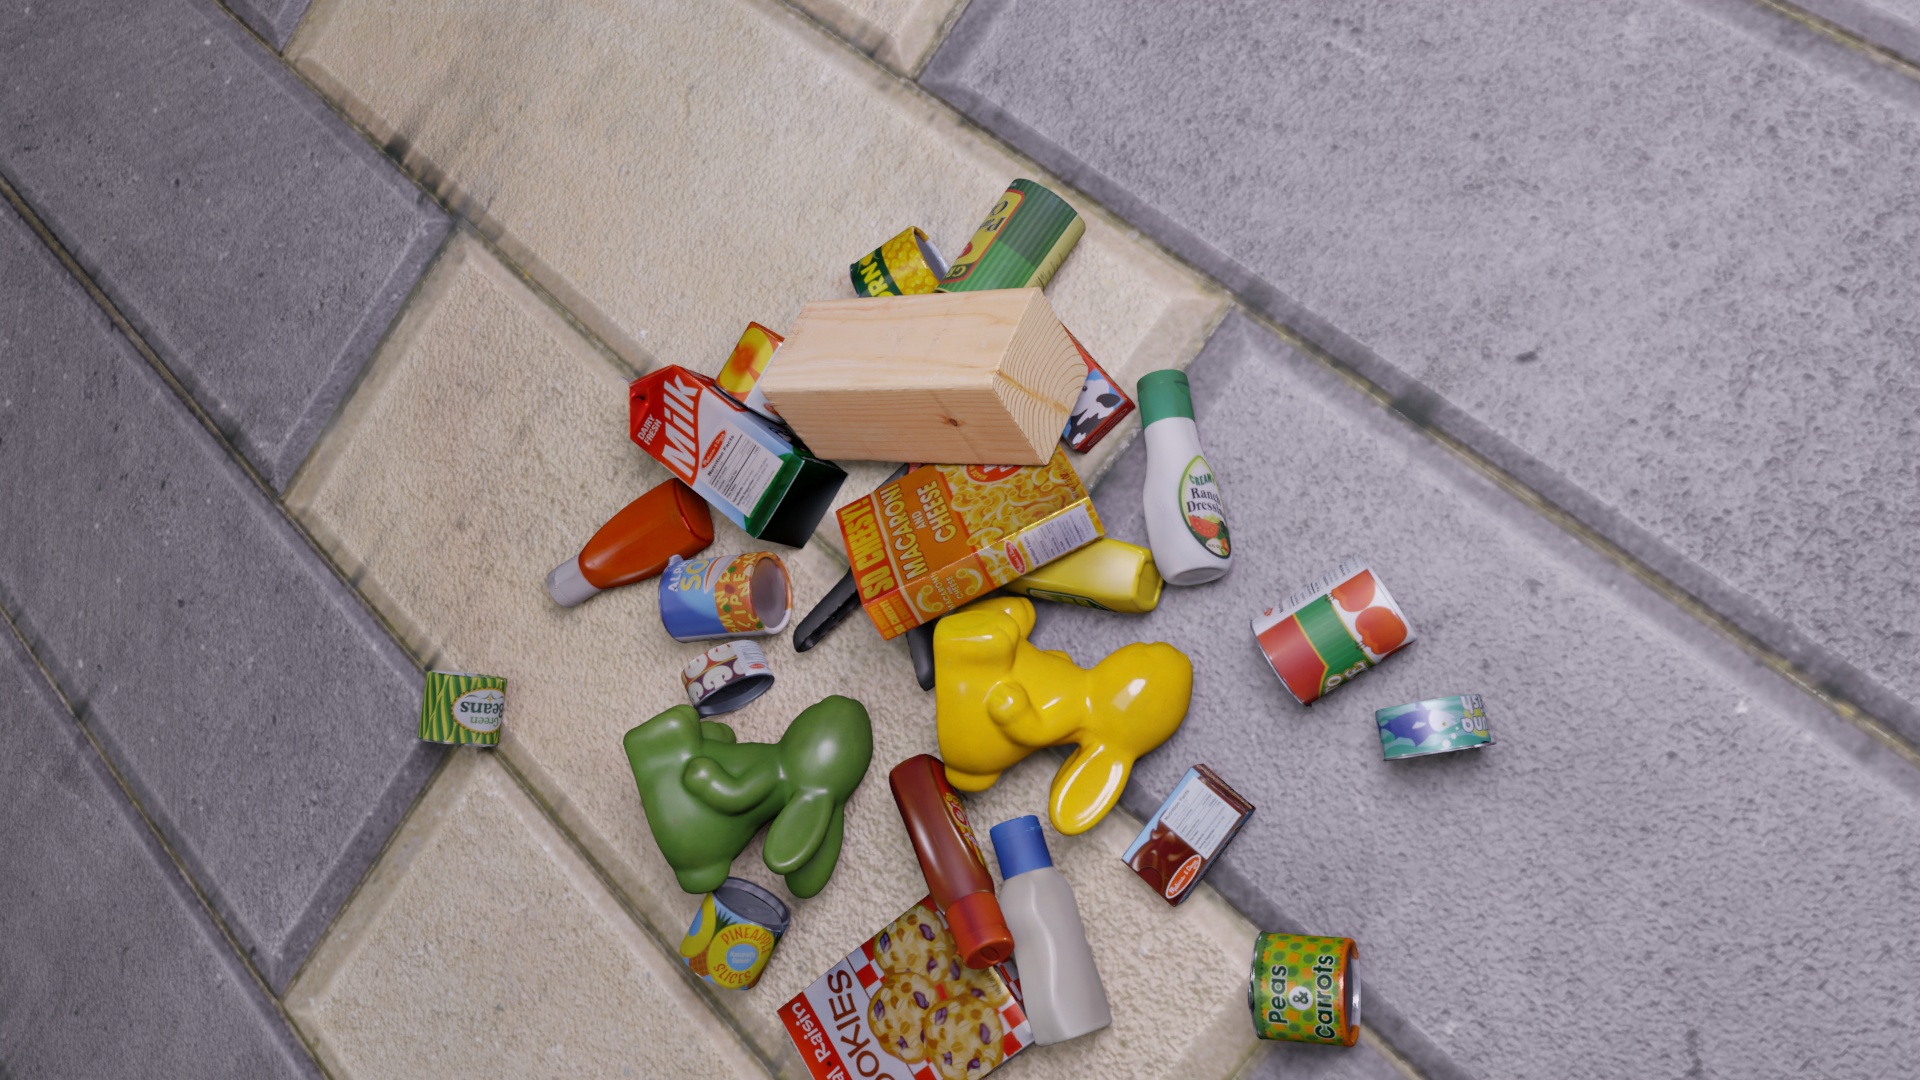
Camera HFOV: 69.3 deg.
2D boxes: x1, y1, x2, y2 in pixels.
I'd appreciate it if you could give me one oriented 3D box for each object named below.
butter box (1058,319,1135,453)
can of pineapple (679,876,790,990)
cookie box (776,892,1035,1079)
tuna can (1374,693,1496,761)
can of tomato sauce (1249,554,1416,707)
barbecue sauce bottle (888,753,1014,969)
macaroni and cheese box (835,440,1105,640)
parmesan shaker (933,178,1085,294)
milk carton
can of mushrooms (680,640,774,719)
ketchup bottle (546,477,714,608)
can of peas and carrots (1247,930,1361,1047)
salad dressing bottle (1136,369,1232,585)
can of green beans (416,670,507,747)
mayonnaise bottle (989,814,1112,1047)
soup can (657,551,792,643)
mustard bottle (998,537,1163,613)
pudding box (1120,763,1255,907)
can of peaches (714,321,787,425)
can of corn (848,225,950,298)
[{"bbox_3d":[0.075,-0.119,1.017,0.053,0.024,0.104,-43,68,14],"label":"butter box"},{"bbox_3d":[-0.169,0.296,1.045,0.071,0.071,0.058,30,97,25],"label":"can of pineapple"},{"bbox_3d":[-0.035,0.343,0.994,0.167,0.040,0.123,-40,69,13],"label":"cookie box"},{"bbox_3d":[0.294,0.116,0.860,0.071,0.071,0.033,-13,77,22],"label":"tuna can"},{"bbox_3d":[0.241,0.059,0.895,0.083,0.071,0.071,-35,70,16],"label":"can of tomato sauce"},{"bbox_3d":[-0.006,0.222,0.959,0.043,0.064,0.149,-28,49,2],"label":"barbecue sauce bottle"},{"bbox_3d":[0.003,-0.012,0.970,0.166,0.040,0.124,-26,36,3],"label":"macaroni and cheese box"},{"bbox_3d":[0.036,-0.204,1.017,0.071,0.071,0.103,33,85,25],"label":"parmesan shaker"},{"bbox_3d":[-0.190,-0.078,1.105,0.191,0.072,0.073,36,99,23],"label":"milk carton"},{"bbox_3d":[-0.183,0.108,1.078,0.071,0.071,0.033,-34,70,17],"label":"can of mushrooms"},{"bbox_3d":[-0.276,0.008,1.148,0.148,0.043,0.065,-29,71,18],"label":"ketchup bottle"},{"bbox_3d":[0.217,0.281,0.871,0.058,0.071,0.071,-3,82,24],"label":"can of peas and carrots"},{"bbox_3d":[0.150,-0.045,0.956,0.044,0.064,0.148,-26,63,42],"label":"salad dressing bottle"},{"bbox_3d":[-0.424,0.143,1.183,0.071,0.071,0.058,4,84,25],"label":"can of green beans"},{"bbox_3d":[0.057,0.265,0.953,0.041,0.065,0.148,-30,67,31],"label":"mayonnaise bottle"},{"bbox_3d":[-0.184,0.042,1.088,0.083,0.071,0.071,-7,80,23],"label":"soup can"},{"bbox_3d":[0.062,0.017,0.985,0.160,0.065,0.049,9,80,31],"label":"mustard bottle"},{"bbox_3d":[0.153,0.197,0.934,0.050,0.030,0.083,39,99,23],"label":"pudding box"},{"bbox_3d":[-0.153,-0.134,1.100,0.071,0.071,0.058,35,98,24],"label":"can of peaches"},{"bbox_3d":[-0.043,-0.197,1.056,0.058,0.071,0.071,-30,72,17],"label":"can of corn"}]
